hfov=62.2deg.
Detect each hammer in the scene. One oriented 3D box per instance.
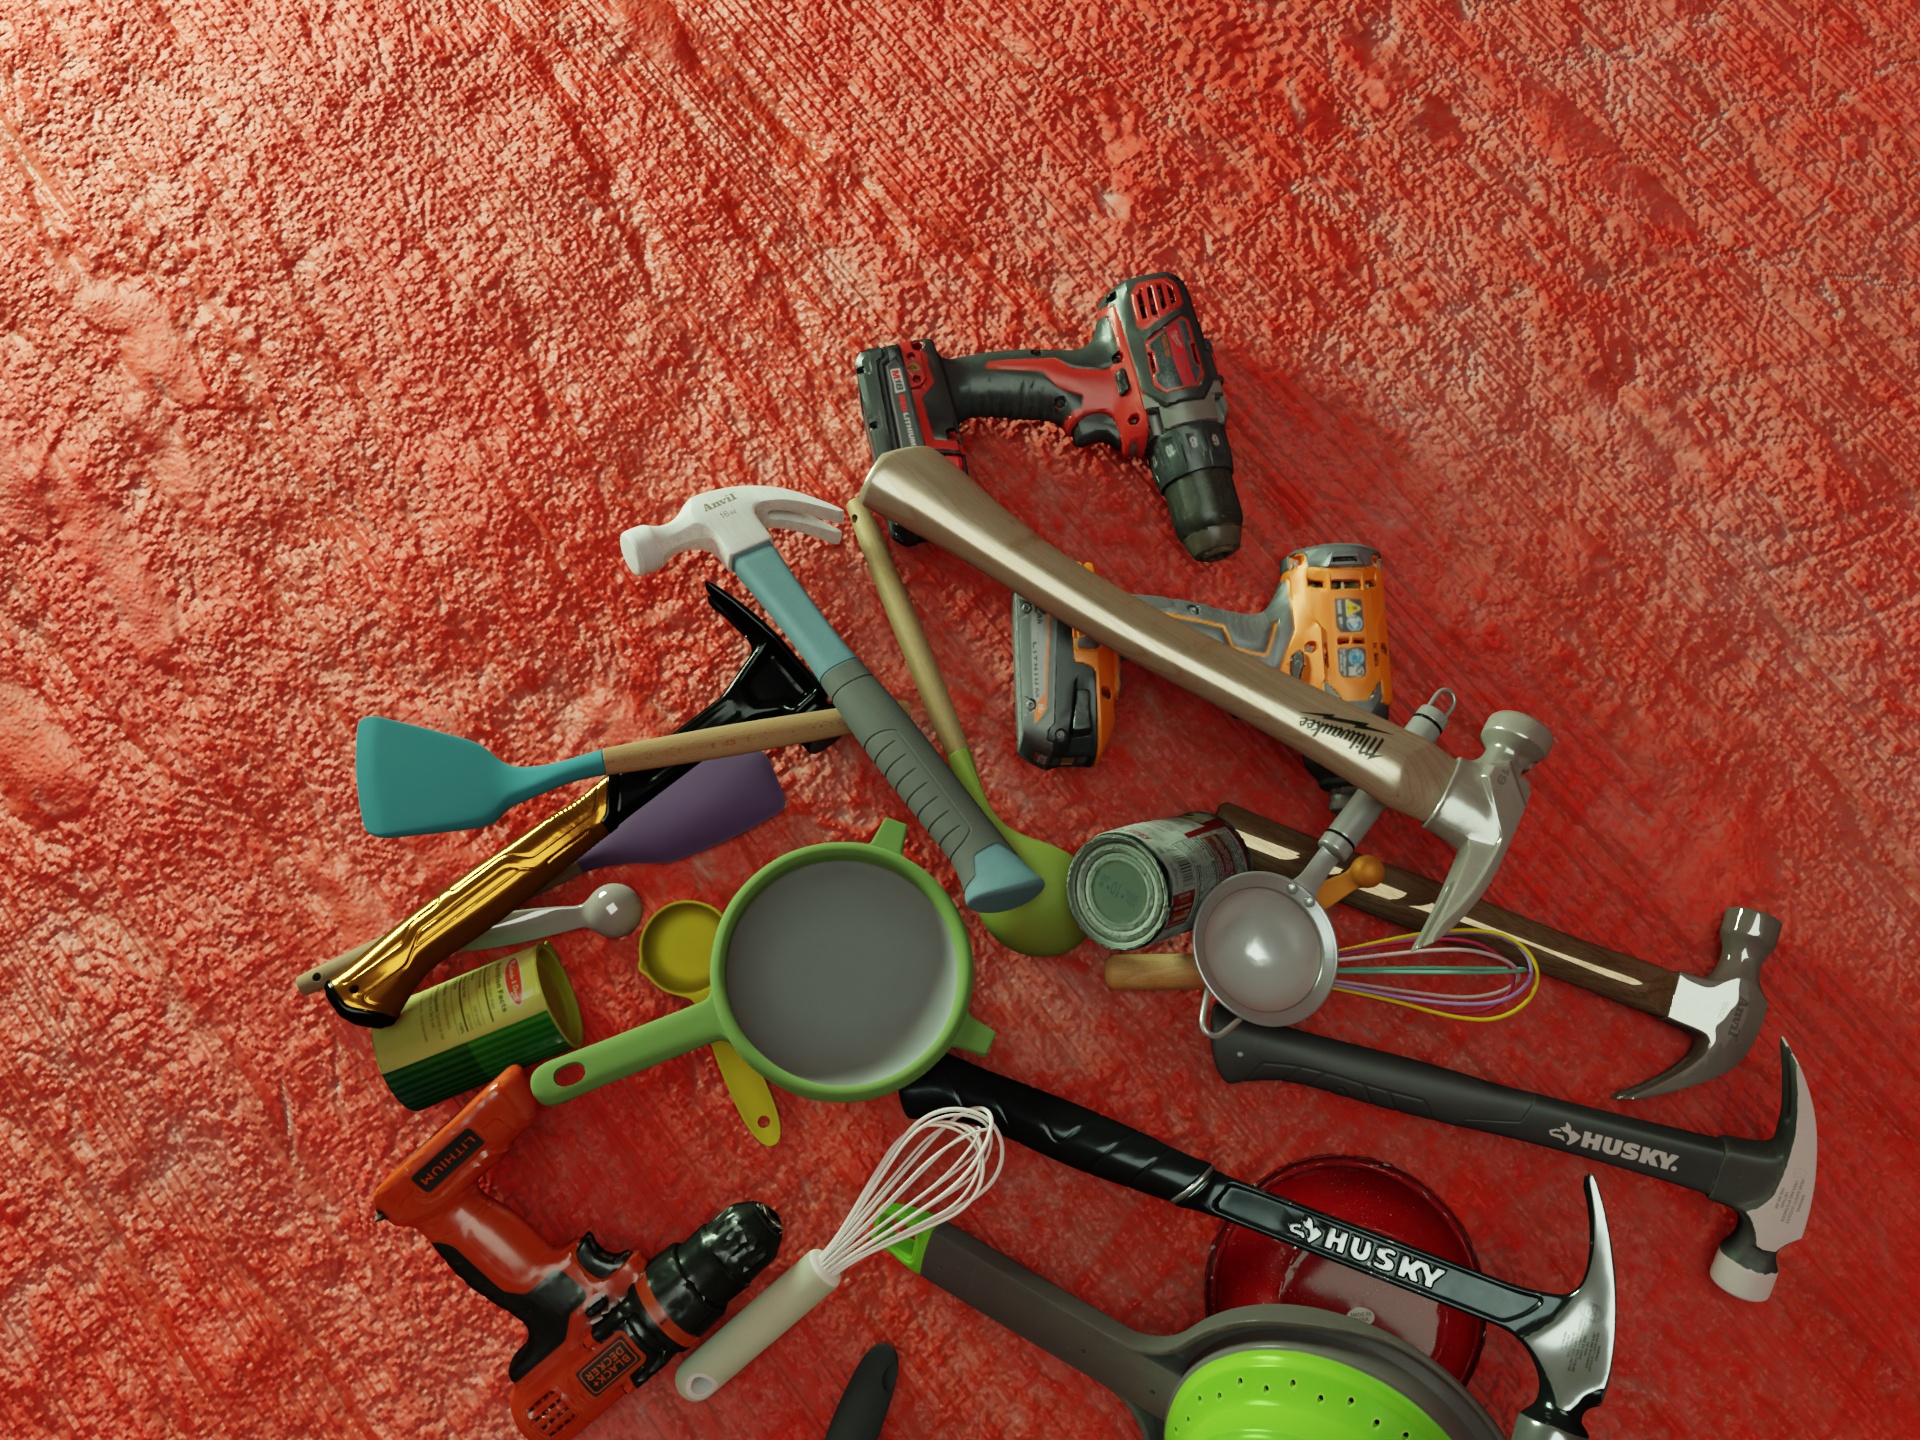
[{"bbox_3d":[0.305,0.124,0.942,0.331,0.031,0.130,20,79,7],"label":"hammer"},{"bbox_3d":[0.305,0.215,0.900,0.335,0.035,0.146,13,107,11],"label":"hammer"},{"bbox_3d":[-0.233,0.057,0.951,0.337,0.034,0.127,-39,79,-17],"label":"hammer"},{"bbox_3d":[0.148,0.257,0.872,0.409,0.036,0.149,17,76,20],"label":"hammer"},{"bbox_3d":[0.121,-0.030,0.894,0.410,0.038,0.146,30,72,5],"label":"hammer"},{"bbox_3d":[-0.065,-0.018,0.942,0.128,0.033,0.331,-28,66,-25],"label":"hammer"}]

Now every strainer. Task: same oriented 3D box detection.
[{"bbox_3d":[-0.118,0.169,0.918,0.256,0.069,0.152,-20,70,-13],"label":"strainer"},{"bbox_3d":[0.209,0.079,0.904,0.087,0.050,0.258,40,75,1],"label":"strainer"}]

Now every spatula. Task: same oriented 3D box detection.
[{"bbox_3d":[-0.260,0.096,0.981,0.316,0.018,0.060,-25,76,-4],"label":"spatula"},{"bbox_3d":[-0.183,0.015,0.929,0.317,0.044,0.082,-10,55,-11],"label":"spatula"}]

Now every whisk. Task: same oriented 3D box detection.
[{"bbox_3d":[0.204,0.148,0.917,0.245,0.051,0.047,-3,96,15],"label":"whisk"},{"bbox_3d":[-0.071,0.301,0.893,0.246,0.059,0.057,-43,107,9],"label":"whisk"},{"bbox_3d":[-0.090,0.461,0.878,0.055,0.055,0.239,22,75,7],"label":"whisk"}]

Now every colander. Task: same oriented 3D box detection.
[{"bbox_3d":[0.105,0.376,0.826,0.397,0.094,0.204,24,119,21],"label":"colander"}]

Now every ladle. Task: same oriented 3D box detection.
[{"bbox_3d":[-0.002,-0.003,0.980,0.062,0.078,0.320,-3,62,-42],"label":"ladle"}]

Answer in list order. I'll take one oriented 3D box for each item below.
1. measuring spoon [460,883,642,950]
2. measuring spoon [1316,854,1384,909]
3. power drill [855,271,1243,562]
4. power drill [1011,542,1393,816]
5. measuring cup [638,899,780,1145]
[{"bbox_3d":[-0.256,0.125,0.965,0.124,0.018,0.034,-9,99,-6],"label":"measuring spoon"},{"bbox_3d":[0.196,0.113,0.934,0.117,0.011,0.021,-32,88,19],"label":"measuring spoon"},{"bbox_3d":[0.060,-0.172,0.999,0.226,0.080,0.188,-13,77,-3],"label":"power drill"},{"bbox_3d":[0.147,-0.021,0.958,0.226,0.084,0.164,-2,78,-2],"label":"power drill"},{"bbox_3d":[-0.144,0.182,0.958,0.062,0.029,0.156,-24,89,-5],"label":"measuring cup"}]
